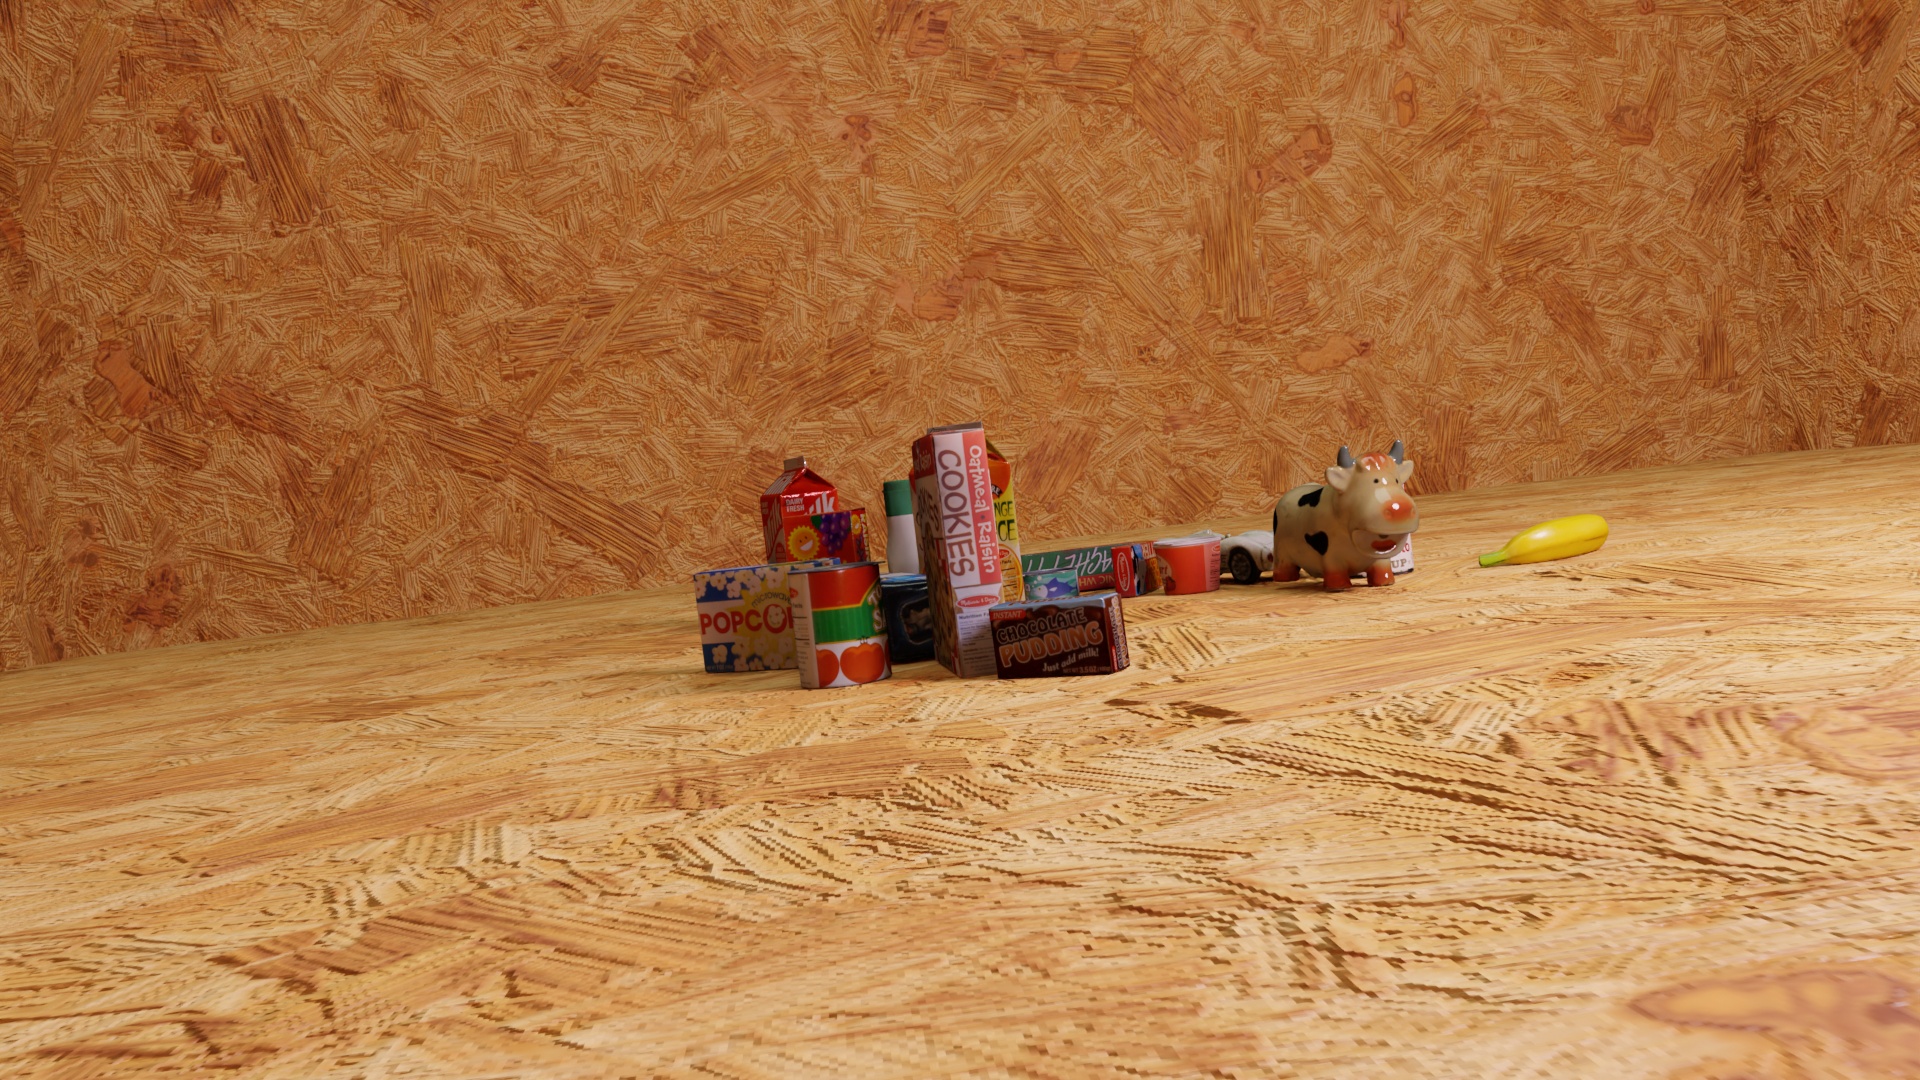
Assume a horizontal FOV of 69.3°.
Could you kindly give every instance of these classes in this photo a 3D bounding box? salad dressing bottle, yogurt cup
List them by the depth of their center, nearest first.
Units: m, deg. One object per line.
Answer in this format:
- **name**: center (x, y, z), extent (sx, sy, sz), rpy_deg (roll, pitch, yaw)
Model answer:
- **yogurt cup**: center (0.229, 0.025, 1.391), extent (0.072, 0.054, 0.072), rpy_deg (-7, 1, 0)
- **salad dressing bottle**: center (-0.057, 0.009, 1.477), extent (0.044, 0.147, 0.064), rpy_deg (-7, 1, 9)

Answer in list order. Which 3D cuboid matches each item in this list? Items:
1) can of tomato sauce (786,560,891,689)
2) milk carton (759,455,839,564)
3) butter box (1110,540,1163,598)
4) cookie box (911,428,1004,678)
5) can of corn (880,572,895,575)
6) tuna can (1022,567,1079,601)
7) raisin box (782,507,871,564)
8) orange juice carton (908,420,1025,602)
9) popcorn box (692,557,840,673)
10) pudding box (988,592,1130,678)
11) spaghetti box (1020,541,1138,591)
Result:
- **can of tomato sauce**: center (-0.084, 0.059, 0.988), extent (0.071, 0.083, 0.071), rpy_deg (-7, 1, 0)
- **milk carton**: center (-0.183, -0.002, 1.618), extent (0.073, 0.190, 0.072), rpy_deg (-7, 1, -28)
- **butter box**: center (0.186, 0.029, 1.453), extent (0.024, 0.053, 0.104), rpy_deg (-6, 2, 25)
- **cookie box**: center (-0.002, 0.007, 0.989), extent (0.040, 0.167, 0.123), rpy_deg (-7, 1, -8)
- **can of corn**: center (-0.091, 0.063, 1.310), extent (0.071, 0.058, 0.071), rpy_deg (-7, 1, 0)
- **tuna can**: center (0.092, 0.049, 1.493), extent (0.071, 0.033, 0.071), rpy_deg (-7, 2, 0)
- **raisin box**: center (-0.140, 0.030, 1.494), extent (0.086, 0.123, 0.040), rpy_deg (-6, 1, 23)
- **orange juice carton**: center (0.005, -0.017, 1.338), extent (0.071, 0.192, 0.073), rpy_deg (-6, 1, 41)
- **popcorn box**: center (-0.156, 0.062, 1.138), extent (0.126, 0.085, 0.038), rpy_deg (-6, 1, 29)
- **pudding box**: center (0.063, 0.061, 0.894), extent (0.083, 0.049, 0.030), rpy_deg (-6, 1, 29)
- **spaghetti box**: center (0.089, 0.038, 1.563), extent (0.250, 0.050, 0.028), rpy_deg (-7, 1, -3)
